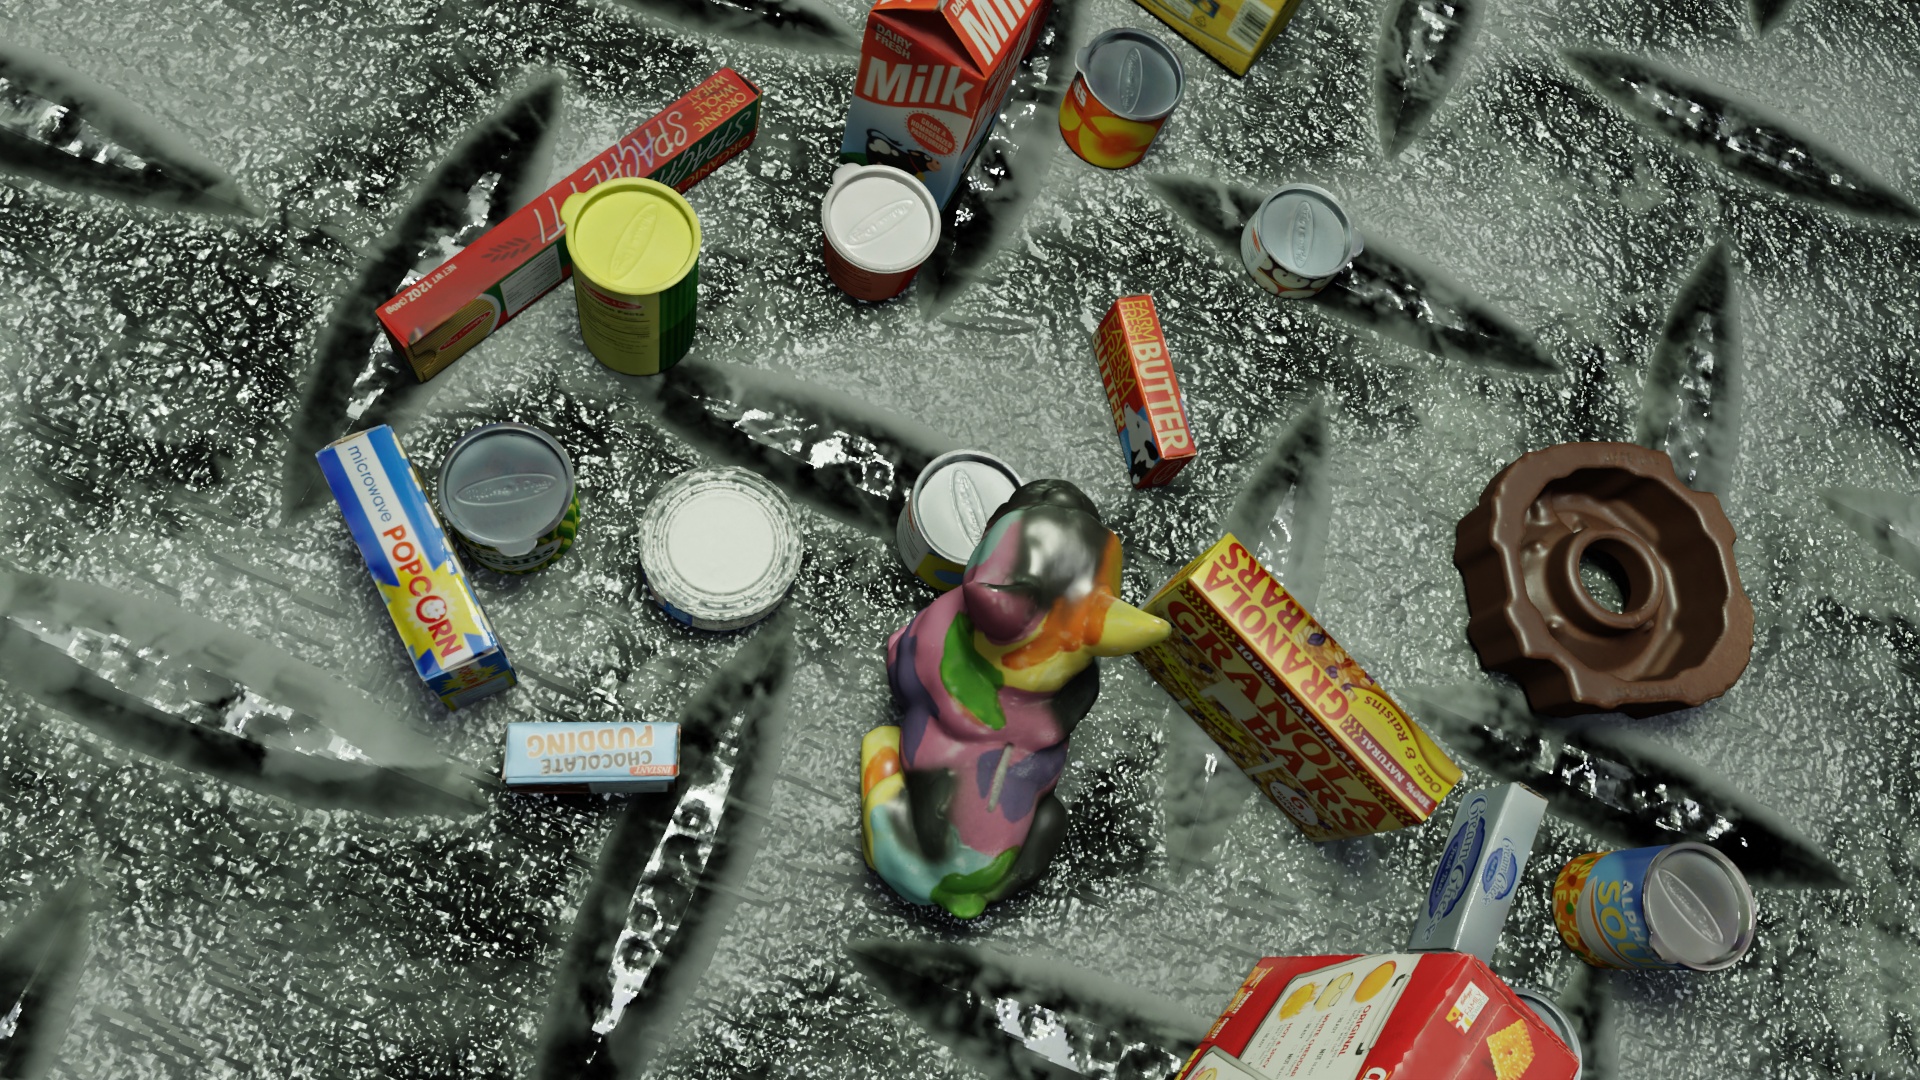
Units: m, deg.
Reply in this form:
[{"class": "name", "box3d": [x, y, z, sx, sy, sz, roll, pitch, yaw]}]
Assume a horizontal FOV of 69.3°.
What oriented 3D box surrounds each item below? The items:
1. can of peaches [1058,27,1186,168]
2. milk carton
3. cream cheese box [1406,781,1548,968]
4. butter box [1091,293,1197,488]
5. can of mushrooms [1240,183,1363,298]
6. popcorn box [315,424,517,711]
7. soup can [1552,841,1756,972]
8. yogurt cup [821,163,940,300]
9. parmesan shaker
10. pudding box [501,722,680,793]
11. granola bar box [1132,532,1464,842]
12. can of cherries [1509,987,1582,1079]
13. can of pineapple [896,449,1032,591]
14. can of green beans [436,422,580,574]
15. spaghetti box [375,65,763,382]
[{"class": "can of peaches", "box3d": [0.098, -0.277, 0.870, 0.071, 0.058, 0.071, 3, 72, -11]}, {"class": "milk carton", "box3d": [-0.010, -0.268, 0.773, 0.073, 0.190, 0.072, 30, 70, -2]}, {"class": "cream cheese box", "box3d": [0.284, 0.186, 0.767, 0.024, 0.053, 0.104, 30, 69, -2]}, {"class": "butter box", "box3d": [0.107, -0.087, 0.815, 0.024, 0.053, 0.103, -10, 75, -15]}, {"class": "can of mushrooms", "box3d": [0.216, -0.189, 0.880, 0.071, 0.033, 0.071, 3, 72, -11]}, {"class": "popcorn box", "box3d": [-0.266, 0.015, 0.686, 0.038, 0.085, 0.127, -26, 80, -18]}, {"class": "soup can", "box3d": [0.377, 0.204, 0.764, 0.071, 0.083, 0.071, 3, 73, -11]}, {"class": "yogurt cup", "box3d": [-0.049, -0.175, 0.809, 0.072, 0.053, 0.072, 3, 72, -11]}, {"class": "parmesan shaker", "box3d": [-0.176, -0.140, 0.744, 0.071, 0.102, 0.071, 3, 73, -11]}, {"class": "pudding box", "box3d": [-0.183, 0.109, 0.693, 0.084, 0.049, 0.030, 1, 73, -12]}, {"class": "granola bar box", "box3d": [0.166, 0.084, 0.736, 0.039, 0.123, 0.165, -42, 85, -20]}, {"class": "can of cherries", "box3d": [0.282, 0.274, 0.736, 0.071, 0.058, 0.071, 3, 72, -11]}, {"class": "can of pineapple", "box3d": [0.003, -0.010, 0.766, 0.071, 0.057, 0.071, 3, 72, -11]}, {"class": "can of green beans", "box3d": [-0.232, -0.020, 0.719, 0.071, 0.057, 0.071, 3, 72, -11]}, {"class": "spaghetti box", "box3d": [-0.212, -0.180, 0.778, 0.029, 0.050, 0.251, 45, 70, 4]}]
